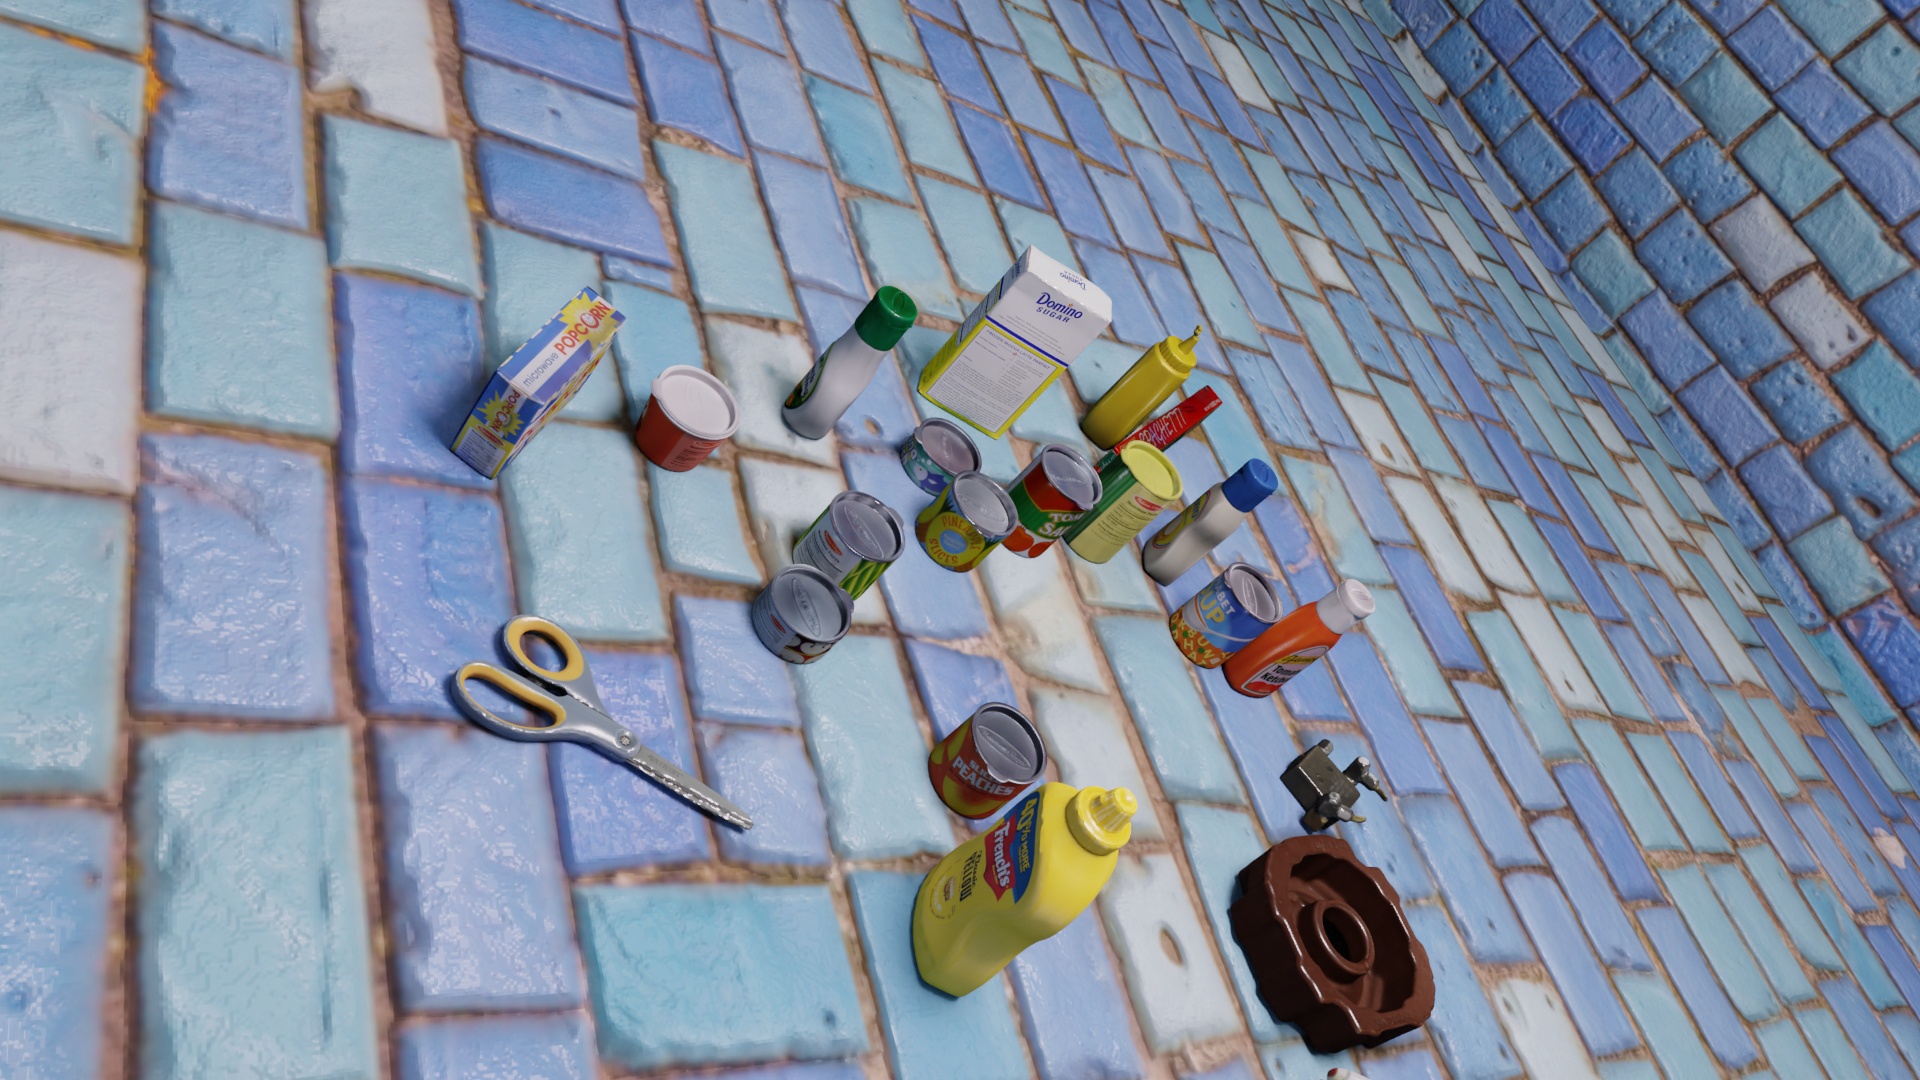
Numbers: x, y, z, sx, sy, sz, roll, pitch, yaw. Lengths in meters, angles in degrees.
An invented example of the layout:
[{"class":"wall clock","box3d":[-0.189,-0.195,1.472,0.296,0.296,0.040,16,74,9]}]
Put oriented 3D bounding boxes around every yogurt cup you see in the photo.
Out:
[{"class":"yogurt cup","box3d":[-0.205,-0.088,1.030,0.072,0.053,0.073,25,41,-24]}]

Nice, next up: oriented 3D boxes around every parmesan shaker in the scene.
[{"class":"parmesan shaker","box3d":[0.142,-0.035,1.266,0.071,0.102,0.072,25,41,-24]}]

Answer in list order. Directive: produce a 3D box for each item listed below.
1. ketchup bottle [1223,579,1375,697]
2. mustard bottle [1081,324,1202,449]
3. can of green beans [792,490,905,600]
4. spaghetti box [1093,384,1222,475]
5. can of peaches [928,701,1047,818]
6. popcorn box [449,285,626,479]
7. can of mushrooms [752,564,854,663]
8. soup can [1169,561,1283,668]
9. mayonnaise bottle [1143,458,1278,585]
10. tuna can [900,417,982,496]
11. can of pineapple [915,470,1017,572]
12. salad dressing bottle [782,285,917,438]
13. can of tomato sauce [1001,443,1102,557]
[{"class":"ketchup bottle","box3d":[0.311,0.089,1.269,0.065,0.148,0.044,11,48,-37]},{"class":"mustard bottle","box3d":[0.187,-0.156,1.376,0.049,0.159,0.065,45,37,0]},{"class":"can of green beans","box3d":[-0.085,0.005,1.051,0.071,0.057,0.071,25,41,-24]},{"class":"spaghetti box","box3d":[0.203,-0.106,1.434,0.029,0.050,0.251,49,37,5]},{"class":"can of peaches","box3d":[0.018,0.160,1.001,0.071,0.057,0.071,25,41,-24]},{"class":"popcorn box","box3d":[-0.286,-0.109,0.947,0.038,0.085,0.127,37,37,-11]},{"class":"can of mushrooms","box3d":[-0.113,0.053,1.000,0.071,0.033,0.071,25,41,-24]},{"class":"soup can","box3d":[0.241,0.068,1.277,0.071,0.083,0.072,25,41,-24]},{"class":"mayonnaise bottle","box3d":[0.233,-0.020,1.299,0.041,0.147,0.065,37,37,-11]},{"class":"tuna can","box3d":[-0.019,-0.073,1.208,0.071,0.032,0.071,25,41,-24]},{"class":"can of pineapple","box3d":[0.004,-0.014,1.154,0.071,0.057,0.071,25,41,-24]},{"class":"salad dressing bottle","box3d":[-0.088,-0.142,1.114,0.044,0.147,0.064,32,39,-17]},{"class":"can of tomato sauce","box3d":[0.074,-0.032,1.215,0.071,0.082,0.071,25,41,-24]}]
